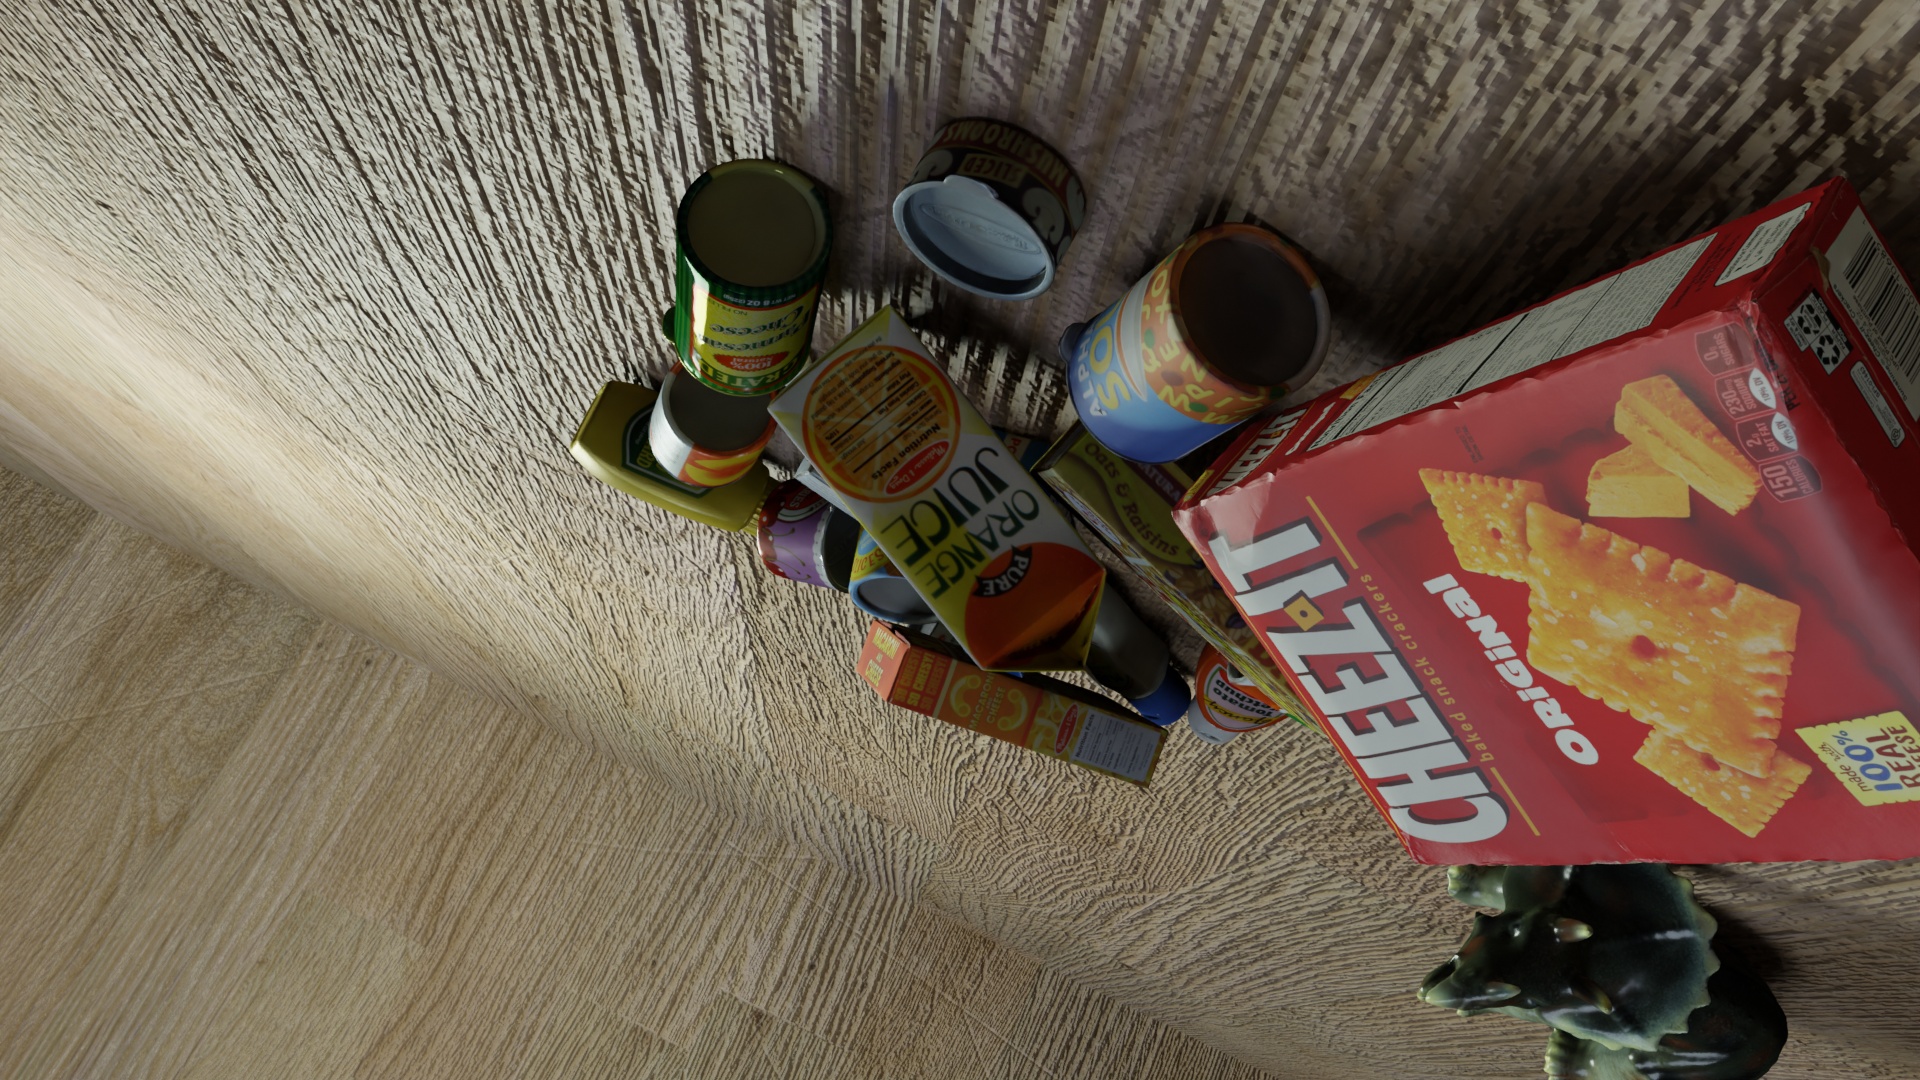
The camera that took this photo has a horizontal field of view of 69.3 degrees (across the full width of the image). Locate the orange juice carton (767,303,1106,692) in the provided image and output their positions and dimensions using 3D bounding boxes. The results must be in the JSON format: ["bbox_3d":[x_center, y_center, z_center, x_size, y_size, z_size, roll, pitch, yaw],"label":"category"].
[{"bbox_3d":[0.002,-0.008,0.635,0.192,0.073,0.072,50,180,-2],"label":"orange juice carton"}]

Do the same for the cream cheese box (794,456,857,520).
[{"bbox_3d":[-0.037,-0.030,0.772,0.103,0.053,0.024,36,159,-22],"label":"cream cheese box"}]

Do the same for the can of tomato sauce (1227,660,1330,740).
[{"bbox_3d":[0.189,0.066,0.717,0.083,0.071,0.071,29,159,-6],"label":"can of tomato sauce"}]

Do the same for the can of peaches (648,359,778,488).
[{"bbox_3d":[-0.137,-0.070,0.783,0.071,0.071,0.058,30,158,-9],"label":"can of peaches"}]

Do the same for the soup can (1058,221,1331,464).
[{"bbox_3d":[0.084,-0.072,0.514,0.071,0.071,0.083,31,158,-11],"label":"soup can"}]

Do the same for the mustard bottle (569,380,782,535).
[{"bbox_3d":[-0.164,-0.043,0.884,0.160,0.065,0.048,27,165,-19],"label":"mustard bottle"}]

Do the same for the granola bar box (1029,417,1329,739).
[{"bbox_3d":[0.105,0.012,0.613,0.165,0.039,0.124,43,-179,-2],"label":"granola bar box"}]

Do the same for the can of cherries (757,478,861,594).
[{"bbox_3d":[-0.086,-0.006,0.873,0.058,0.072,0.071,11,154,36],"label":"can of cherries"}]

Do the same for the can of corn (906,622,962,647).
[{"bbox_3d":[-0.001,0.066,0.945,0.058,0.071,0.071,31,158,-14],"label":"can of corn"}]

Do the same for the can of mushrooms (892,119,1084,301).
[{"bbox_3d":[0.011,-0.125,0.522,0.071,0.033,0.070,23,159,10],"label":"can of mushrooms"}]

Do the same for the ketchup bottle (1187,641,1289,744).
[{"bbox_3d":[0.167,0.086,0.824,0.065,0.044,0.148,23,159,6],"label":"ketchup bottle"}]

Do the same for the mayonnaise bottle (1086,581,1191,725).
[{"bbox_3d":[0.095,0.067,0.864,0.065,0.041,0.147,6,152,45],"label":"mayonnaise bottle"}]

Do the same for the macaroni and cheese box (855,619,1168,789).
[{"bbox_3d":[0.027,0.097,0.853,0.166,0.040,0.124,20,179,-13],"label":"macaroni and cheese box"}]

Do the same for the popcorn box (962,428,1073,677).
[{"bbox_3d":[0.025,0.009,0.748,0.038,0.085,0.126,20,158,22],"label":"popcorn box"}]

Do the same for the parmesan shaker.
[{"bbox_3d":[-0.097,-0.115,0.620,0.071,0.071,0.102,27,159,-2],"label":"parmesan shaker"}]

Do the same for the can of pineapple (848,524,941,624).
[{"bbox_3d":[-0.032,0.010,0.830,0.071,0.058,0.070,6,151,4],"label":"can of pineapple"}]
